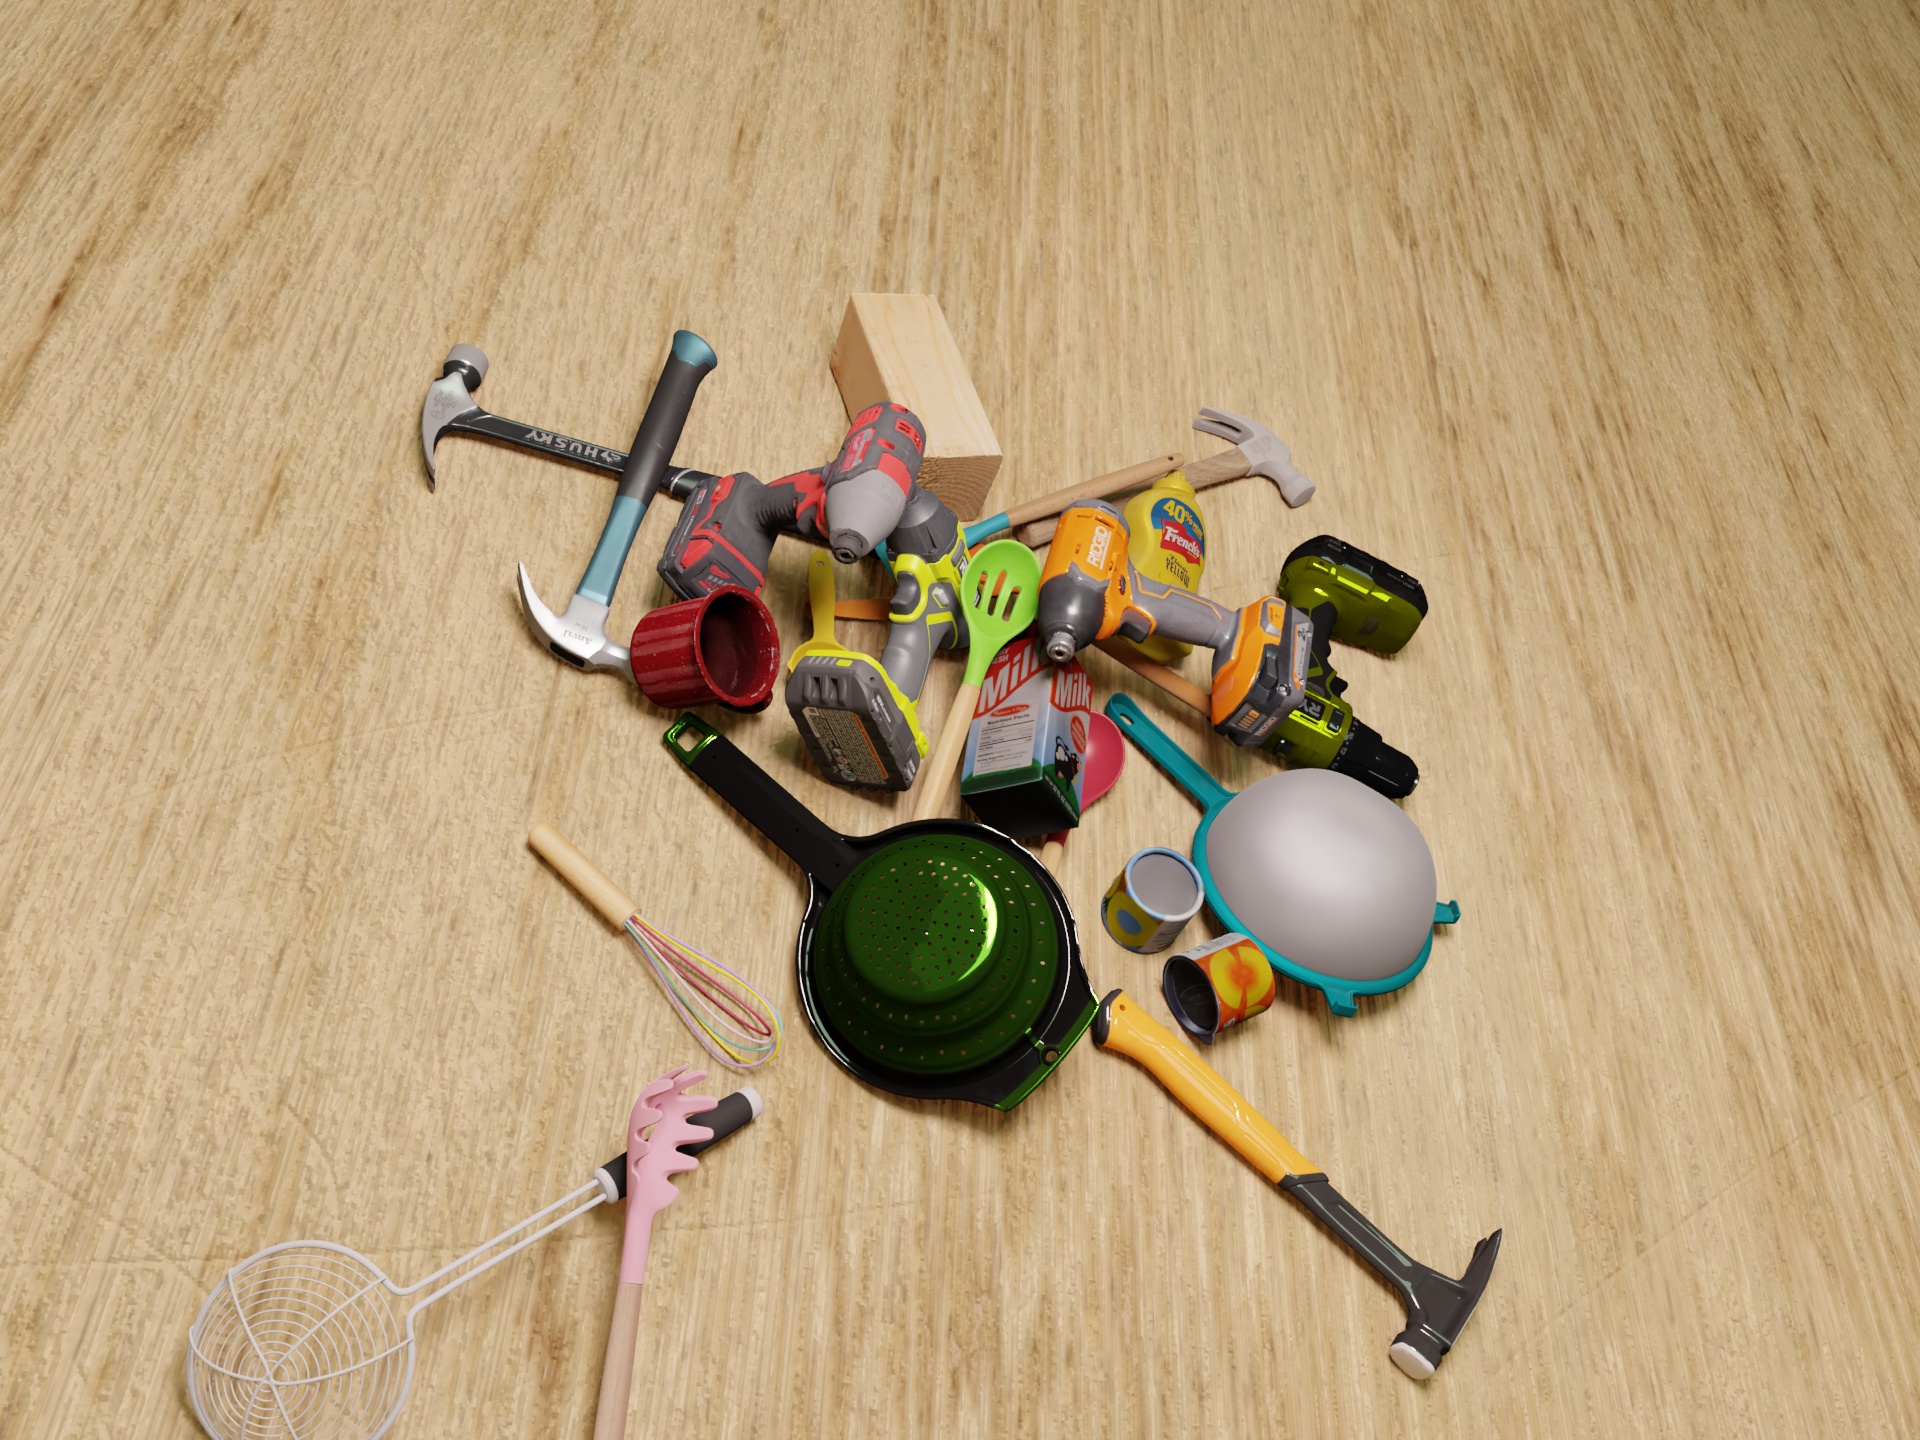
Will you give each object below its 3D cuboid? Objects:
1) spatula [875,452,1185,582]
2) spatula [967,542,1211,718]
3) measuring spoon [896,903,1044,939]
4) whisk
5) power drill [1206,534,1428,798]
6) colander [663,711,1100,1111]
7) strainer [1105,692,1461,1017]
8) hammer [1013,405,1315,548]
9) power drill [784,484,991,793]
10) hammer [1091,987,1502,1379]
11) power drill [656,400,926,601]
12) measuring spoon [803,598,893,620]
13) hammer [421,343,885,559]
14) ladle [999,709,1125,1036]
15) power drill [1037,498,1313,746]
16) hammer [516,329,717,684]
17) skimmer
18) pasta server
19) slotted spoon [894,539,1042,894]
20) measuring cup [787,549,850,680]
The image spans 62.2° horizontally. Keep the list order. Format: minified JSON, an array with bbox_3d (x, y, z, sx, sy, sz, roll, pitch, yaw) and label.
[{"bbox_3d":[0.066,-0.193,1.426,0.317,0.044,0.082,-21,67,-16],"label":"spatula"},{"bbox_3d":[0.117,-0.067,1.380,0.323,0.041,0.081,33,52,10],"label":"spatula"},{"bbox_3d":[0.013,0.150,1.199,0.124,0.018,0.034,-5,54,-6],"label":"measuring spoon"},{"bbox_3d":[-0.215,0.152,1.121,0.245,0.047,0.051,40,54,15],"label":"whisk"},{"bbox_3d":[0.341,-0.044,1.431,0.190,0.080,0.229,27,54,3],"label":"power drill"},{"bbox_3d":[-0.080,0.105,1.136,0.397,0.094,0.204,39,75,21],"label":"colander"},{"bbox_3d":[0.256,0.068,1.293,0.341,0.095,0.211,44,44,21],"label":"strainer"},{"bbox_3d":[0.188,-0.226,1.537,0.331,0.031,0.130,-21,65,-30],"label":"hammer"},{"bbox_3d":[-0.052,-0.070,1.261,0.080,0.171,0.223,4,51,25],"label":"power drill"},{"bbox_3d":[0.235,0.314,1.162,0.337,0.034,0.127,40,54,12],"label":"hammer"},{"bbox_3d":[-0.129,-0.155,1.240,0.078,0.219,0.143,43,46,-33],"label":"power drill"},{"bbox_3d":[-0.080,-0.093,1.365,0.117,0.011,0.021,-1,67,-24],"label":"measuring spoon"},{"bbox_3d":[-0.260,-0.209,1.370,0.409,0.036,0.149,16,53,-8],"label":"hammer"},{"bbox_3d":[0.069,0.120,1.250,0.069,0.031,0.316,17,53,4],"label":"ladle"},{"bbox_3d":[0.165,-0.070,1.284,0.226,0.084,0.164,27,46,-8],"label":"power drill"},{"bbox_3d":[-0.267,-0.189,1.316,0.128,0.033,0.331,20,62,-10],"label":"hammer"},{"bbox_3d":[-0.282,0.321,0.981,0.363,0.090,0.127,-23,82,-42],"label":"skimmer"},{"bbox_3d":[-0.194,0.364,0.945,0.040,0.060,0.316,-7,63,23],"label":"pasta server"},{"bbox_3d":[-0.002,-0.004,1.245,0.070,0.031,0.314,25,66,-13],"label":"slotted spoon"},{"bbox_3d":[-0.117,-0.076,1.326,0.062,0.029,0.157,6,53,-16],"label":"measuring cup"}]
